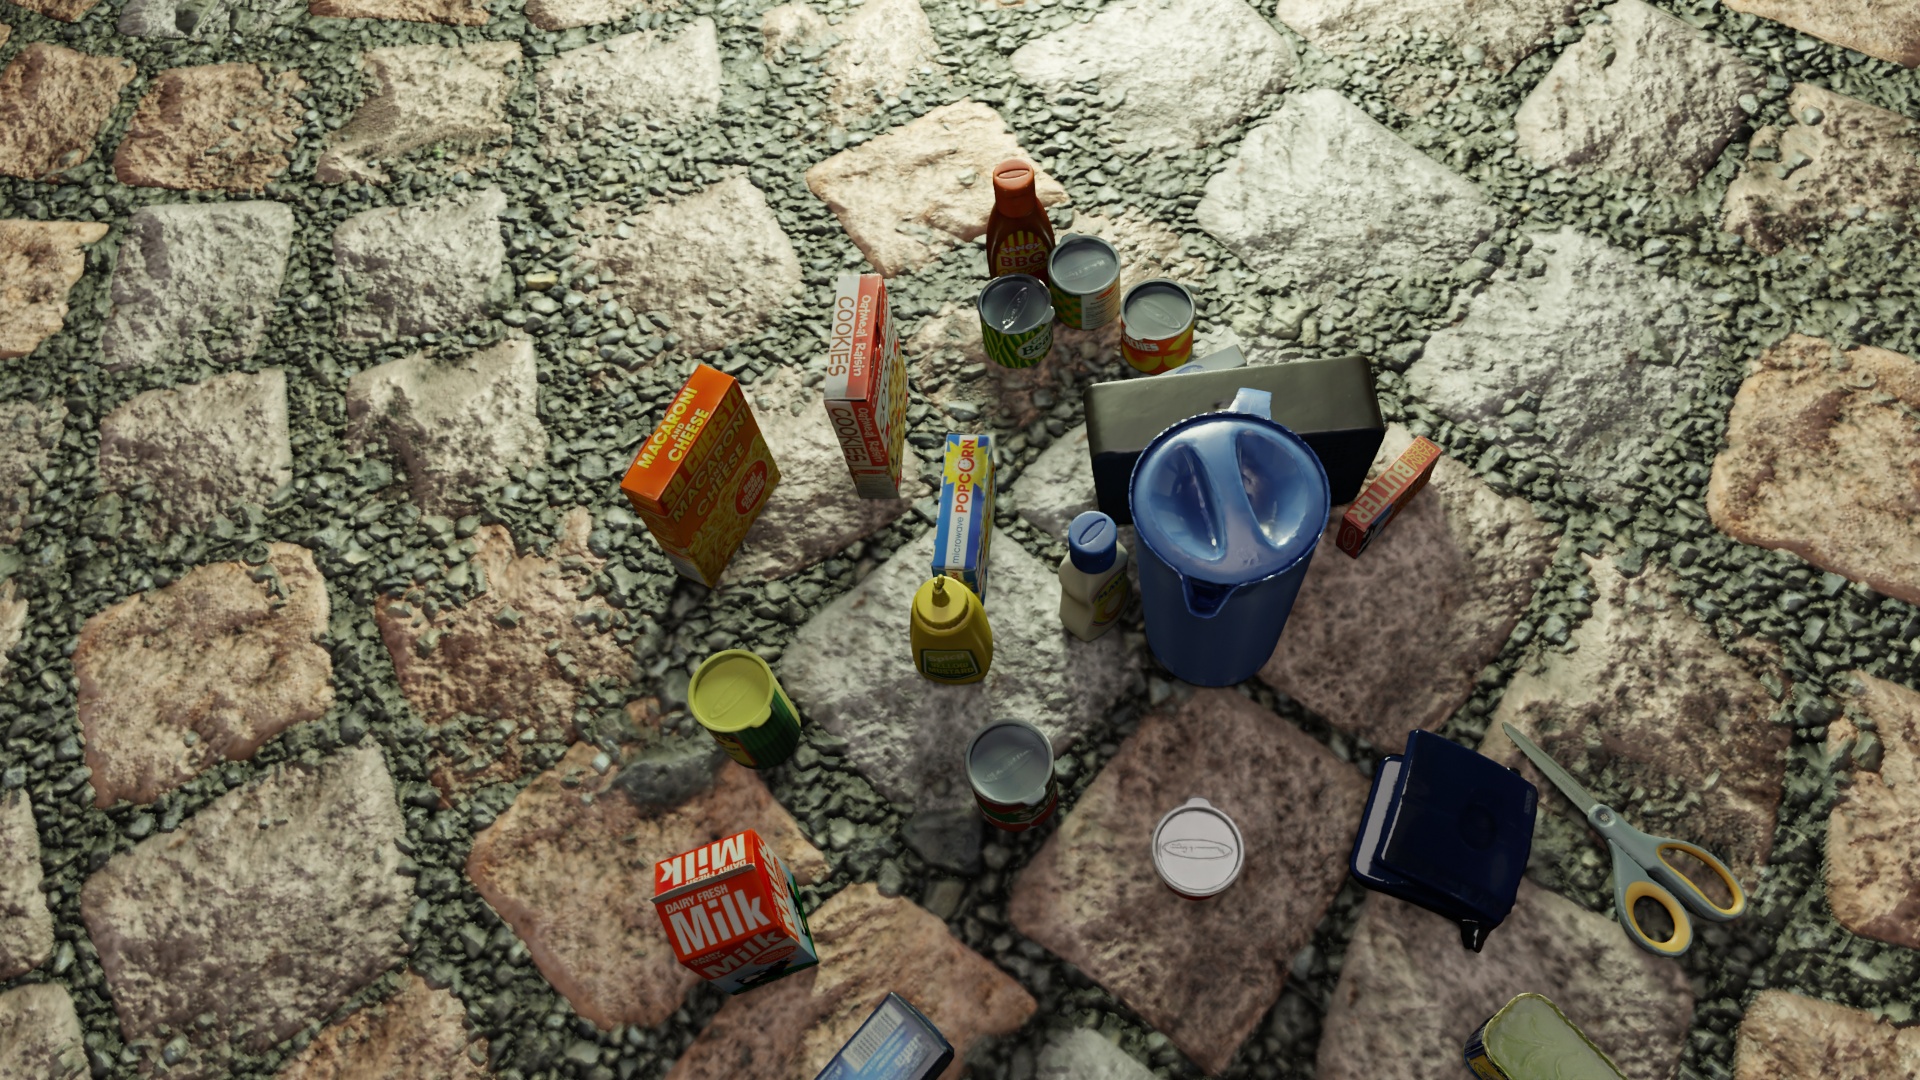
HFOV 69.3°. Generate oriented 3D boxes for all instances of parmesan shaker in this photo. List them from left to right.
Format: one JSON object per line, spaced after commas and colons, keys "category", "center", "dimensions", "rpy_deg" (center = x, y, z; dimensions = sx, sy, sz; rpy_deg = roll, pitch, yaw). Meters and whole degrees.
{"category": "parmesan shaker", "center": [-0.166, 0.137, 1.090], "dimensions": [0.071, 0.102, 0.071], "rpy_deg": [-3, 64, 5]}

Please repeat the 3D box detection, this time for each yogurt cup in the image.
{"category": "yogurt cup", "center": [0.175, 0.234, 1.030], "dimensions": [0.072, 0.053, 0.072], "rpy_deg": [-3, 63, 5]}

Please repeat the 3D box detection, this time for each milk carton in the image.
{"category": "milk carton", "center": [-0.159, 0.260, 0.978], "dimensions": [0.072, 0.189, 0.074], "rpy_deg": [-20, 63, -3]}

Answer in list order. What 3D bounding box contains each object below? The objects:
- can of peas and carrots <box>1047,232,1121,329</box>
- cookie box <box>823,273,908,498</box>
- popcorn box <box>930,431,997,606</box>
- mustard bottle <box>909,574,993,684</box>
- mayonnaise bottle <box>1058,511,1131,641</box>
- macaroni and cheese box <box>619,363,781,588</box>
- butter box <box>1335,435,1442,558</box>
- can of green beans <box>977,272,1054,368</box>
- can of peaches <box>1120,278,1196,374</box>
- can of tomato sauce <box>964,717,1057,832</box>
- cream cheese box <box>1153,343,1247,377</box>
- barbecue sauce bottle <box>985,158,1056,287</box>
{"category": "can of peas and carrots", "center": [0.113, -0.237, 1.270], "dimensions": [0.071, 0.058, 0.071], "rpy_deg": [-3, 63, 5]}
{"category": "cookie box", "center": [-0.076, -0.127, 1.176], "dimensions": [0.040, 0.166, 0.123], "rpy_deg": [0, 64, 7]}
{"category": "popcorn box", "center": [0.004, -0.015, 1.156], "dimensions": [0.038, 0.085, 0.127], "rpy_deg": [3, 64, 8]}
{"category": "mustard bottle", "center": [-0.011, 0.065, 1.076], "dimensions": [0.065, 0.159, 0.049], "rpy_deg": [-1, 64, 6]}
{"category": "mayonnaise bottle", "center": [0.105, 0.026, 1.089], "dimensions": [0.041, 0.147, 0.065], "rpy_deg": [40, 75, 22]}
{"category": "macaroni and cheese box", "center": [-0.212, -0.050, 1.154], "dimensions": [0.040, 0.165, 0.124], "rpy_deg": [22, 68, 16]}
{"category": "butter box", "center": [0.352, -0.036, 1.145], "dimensions": [0.024, 0.053, 0.104], "rpy_deg": [40, 74, 22]}
{"category": "can of green beans", "center": [0.051, -0.198, 1.258], "dimensions": [0.071, 0.057, 0.071], "rpy_deg": [-3, 63, 5]}
{"category": "can of peaches", "center": [0.174, -0.189, 1.240], "dimensions": [0.071, 0.058, 0.071], "rpy_deg": [-3, 63, 5]}
{"category": "can of tomato sauce", "center": [0.041, 0.181, 1.056], "dimensions": [0.071, 0.082, 0.071], "rpy_deg": [-3, 64, 5]}
{"category": "cream cheese box", "center": [0.198, -0.131, 1.210], "dimensions": [0.104, 0.053, 0.024], "rpy_deg": [-22, 63, -5]}
{"category": "barbecue sauce bottle", "center": [0.052, -0.281, 1.249], "dimensions": [0.065, 0.148, 0.044], "rpy_deg": [-8, 63, 3]}
